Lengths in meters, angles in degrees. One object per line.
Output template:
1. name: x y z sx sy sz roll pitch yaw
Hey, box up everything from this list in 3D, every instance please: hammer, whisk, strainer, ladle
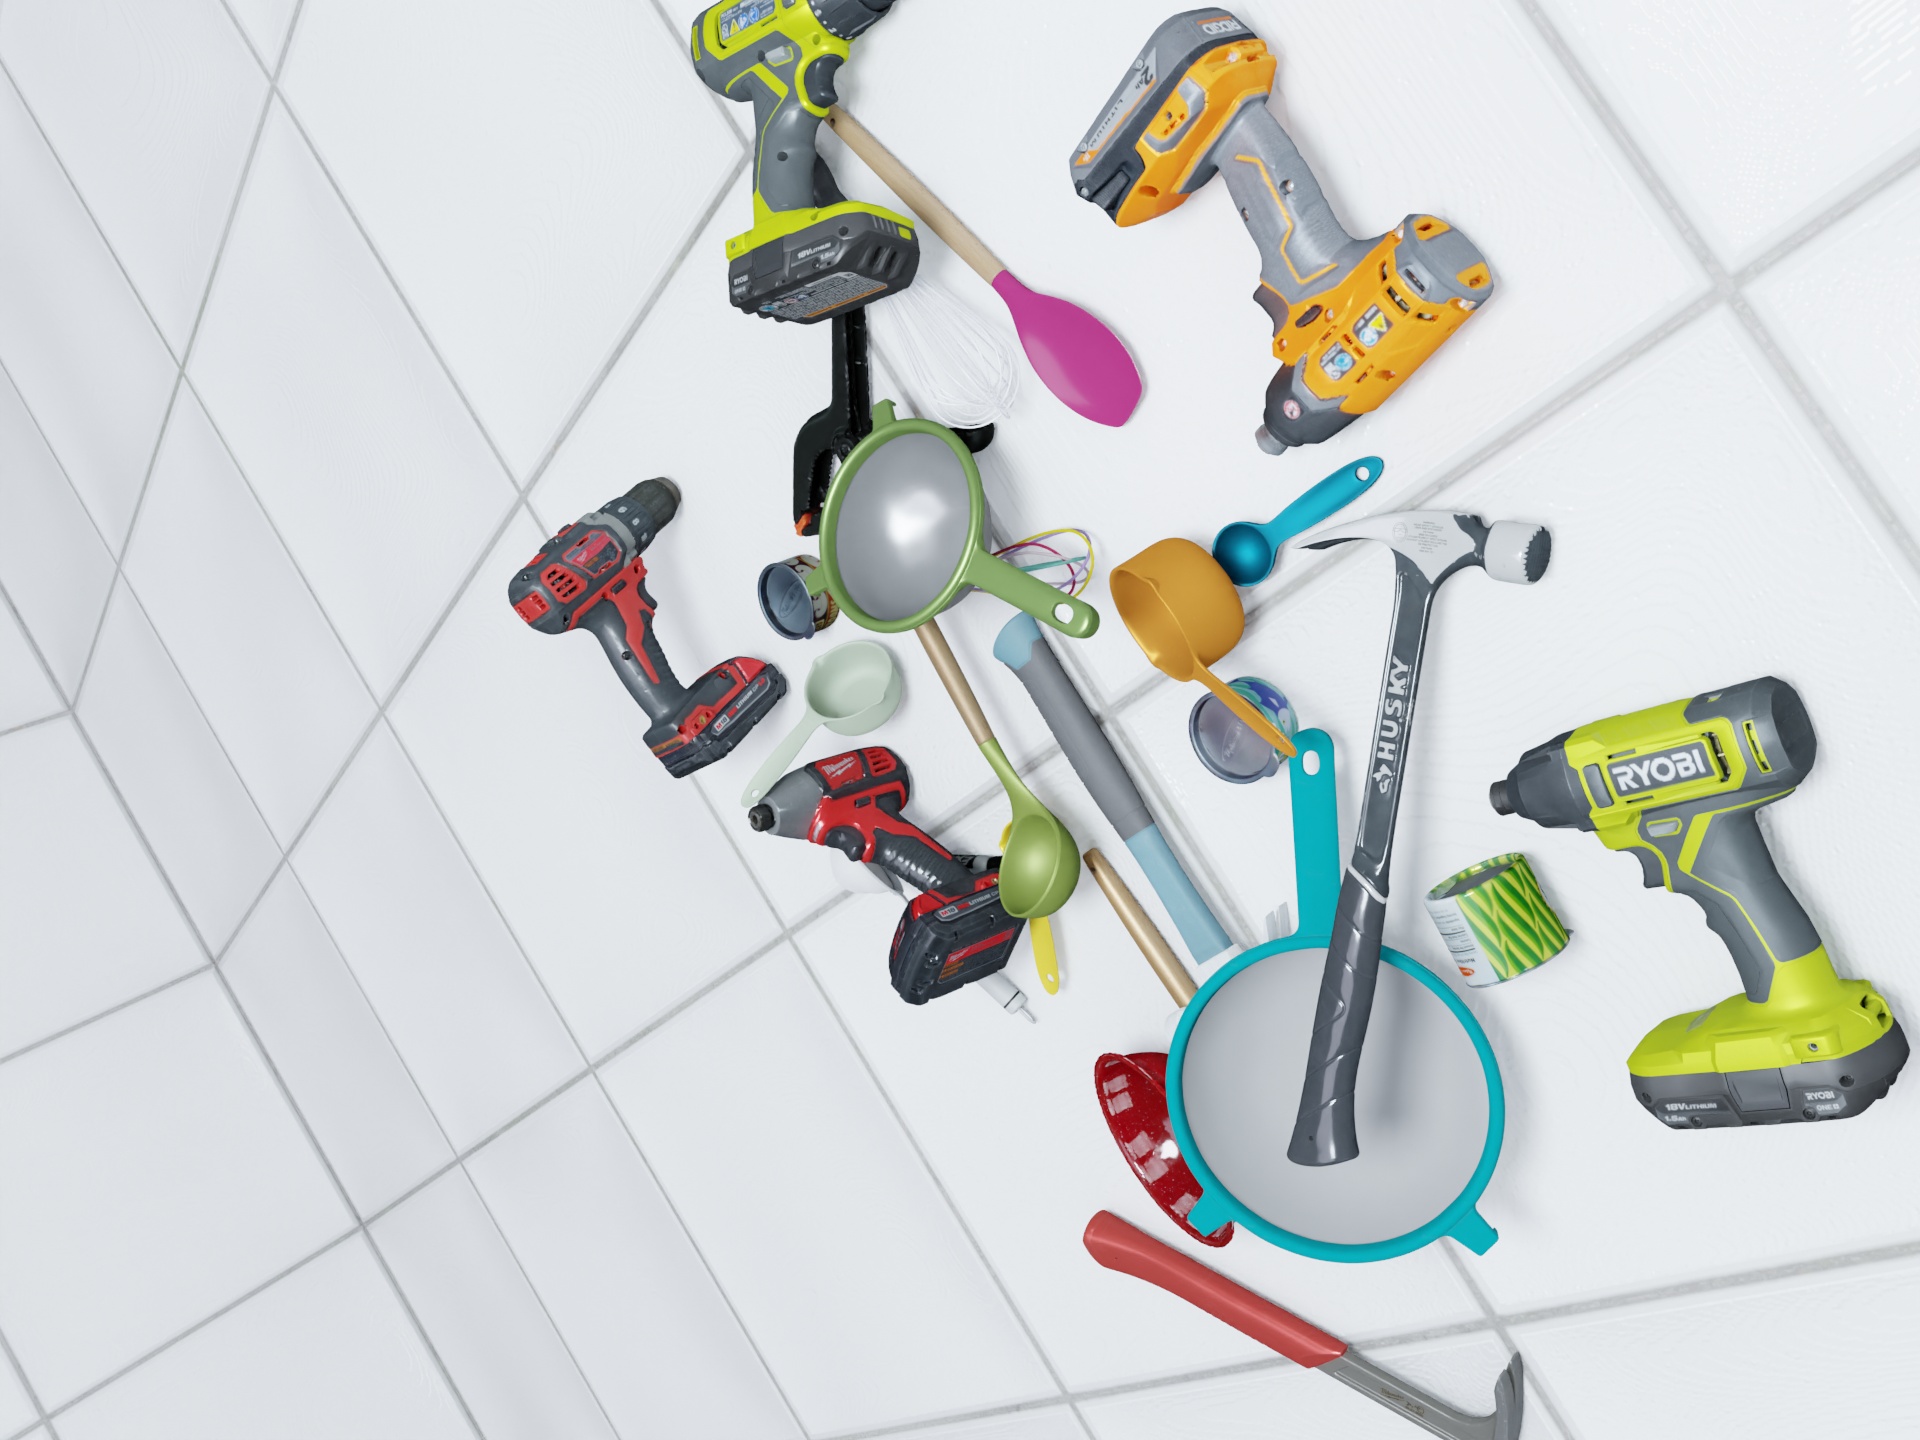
1. hammer: 0.248 0.462 1.216 0.359 0.036 0.149 20 122 36
2. whisk: 0.007 -0.100 1.167 0.245 0.051 0.047 -5 112 48
3. strainer: 0.011 -0.110 1.090 0.257 0.069 0.151 32 105 37
4. whisk: -0.051 -0.313 1.108 0.285 0.070 0.070 53 137 17
5. strainer: -0.034 0.165 1.325 0.258 0.087 0.050 42 94 9
6. ladle: -0.002 -0.004 1.168 0.078 0.062 0.320 -30 87 52
7. hammer: 0.242 0.076 0.953 0.149 0.036 0.409 16 103 42
8. strainer: 0.244 0.173 1.041 0.211 0.095 0.340 -3 92 21
9. hammer: 0.120 0.069 1.137 0.128 0.033 0.331 -38 80 37

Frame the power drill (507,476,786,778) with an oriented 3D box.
1. power drill: -0.252 -0.085 1.355 0.080 0.188 0.226 -23 112 47

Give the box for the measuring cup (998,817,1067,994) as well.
1. measuring cup: 0.068 0.142 1.240 0.062 0.029 0.156 11 120 40

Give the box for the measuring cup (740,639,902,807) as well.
1. measuring cup: -0.111 0.011 1.260 0.083 0.167 0.038 31 165 37

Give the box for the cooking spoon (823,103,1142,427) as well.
1. cooking spoon: 0.010 -0.315 1.074 0.319 0.017 0.068 48 140 15

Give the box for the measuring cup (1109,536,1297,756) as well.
1. measuring cup: 0.167 -0.047 1.003 0.174 0.052 0.095 47 165 29

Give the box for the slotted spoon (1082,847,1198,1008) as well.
1. slotted spoon: 0.181 0.228 1.173 0.314 0.031 0.070 56 140 9

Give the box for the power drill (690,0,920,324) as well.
1. power drill: -0.092 -0.397 1.057 0.190 0.080 0.228 -8 85 39

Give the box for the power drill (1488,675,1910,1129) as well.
1. power drill: 0.398 0.102 0.867 0.171 0.080 0.223 -22 90 46

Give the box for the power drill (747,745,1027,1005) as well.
1. power drill: -0.059 0.111 1.241 0.220 0.143 0.078 44 131 30

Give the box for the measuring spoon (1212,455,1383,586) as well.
1. measuring spoon: 0.211 -0.126 0.981 0.128 0.021 0.042 -34 87 38

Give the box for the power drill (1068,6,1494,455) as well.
1. power drill: 0.169 -0.267 0.902 0.226 0.084 0.164 50 136 8
